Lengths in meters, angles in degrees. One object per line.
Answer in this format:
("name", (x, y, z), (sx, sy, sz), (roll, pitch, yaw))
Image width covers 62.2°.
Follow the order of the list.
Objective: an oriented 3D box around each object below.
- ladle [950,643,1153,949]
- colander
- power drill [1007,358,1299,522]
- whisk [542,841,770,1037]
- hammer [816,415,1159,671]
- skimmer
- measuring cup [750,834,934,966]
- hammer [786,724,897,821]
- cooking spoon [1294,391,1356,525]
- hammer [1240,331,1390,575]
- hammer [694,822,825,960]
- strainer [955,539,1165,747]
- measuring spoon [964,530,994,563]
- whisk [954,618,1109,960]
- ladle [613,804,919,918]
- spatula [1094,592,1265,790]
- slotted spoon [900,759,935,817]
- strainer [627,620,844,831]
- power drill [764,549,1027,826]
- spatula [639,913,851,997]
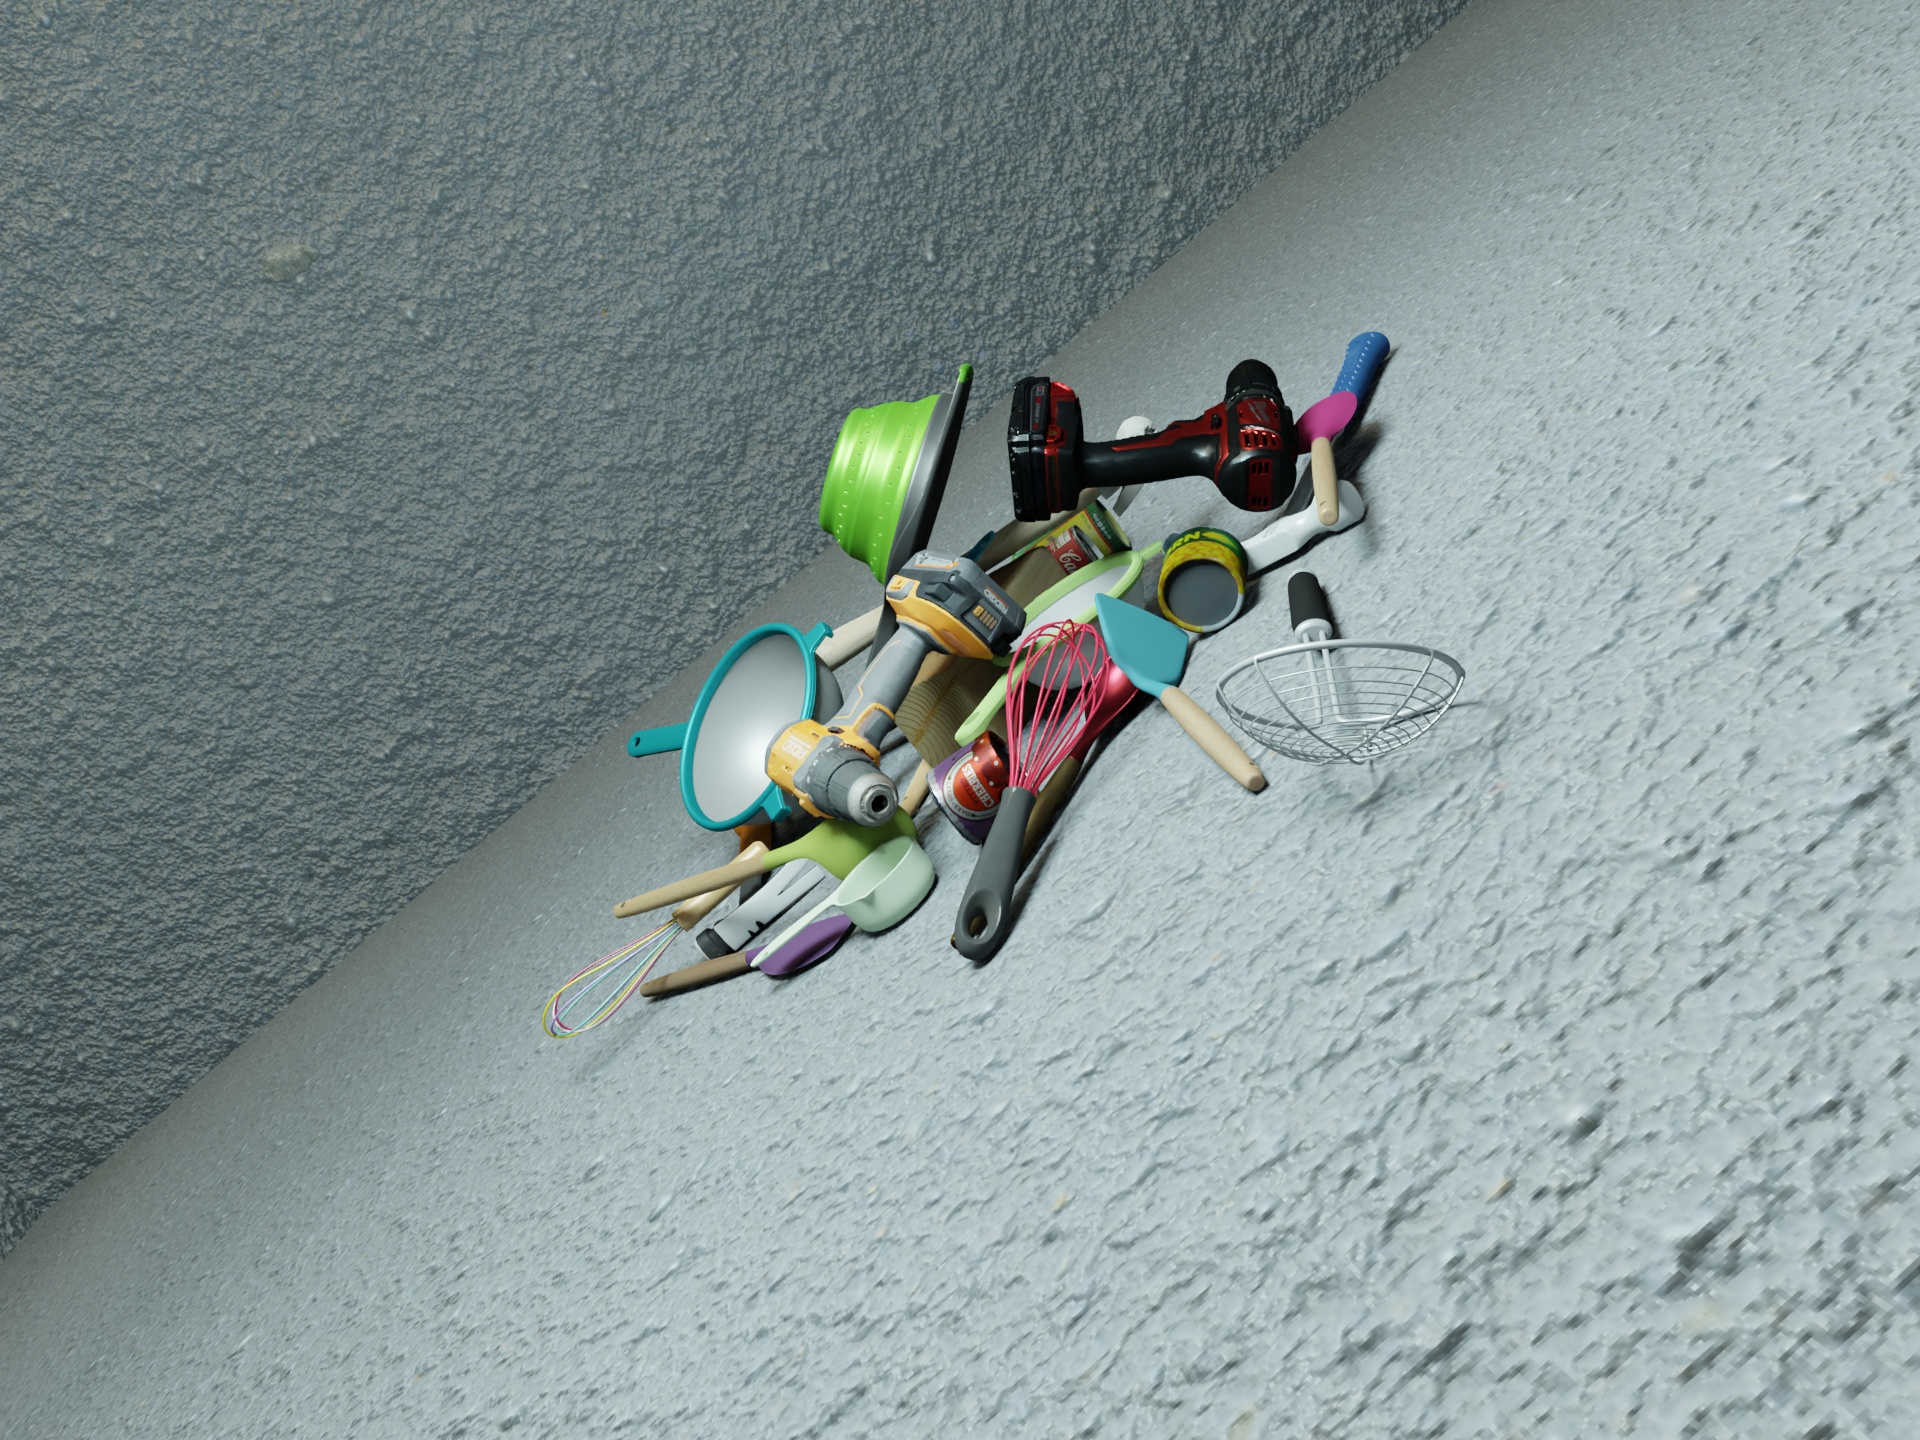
("ladle", (0.069, 0.047, 1.131), (0.069, 0.031, 0.315), (-27, 21, 47))
("colander", (-0.088, -0.129, 1.396), (0.204, 0.094, 0.397), (-74, 1, -77))
("power drill", (0.158, -0.235, 1.290), (0.226, 0.080, 0.188), (-1, 39, 8))
("whisk", (-0.264, 0.190, 1.387), (0.245, 0.047, 0.051), (-41, 12, -11))
("hammer", (0.006, -0.139, 1.472), (0.410, 0.038, 0.146), (-30, 19, 33))
("skimmer", (0.216, -0.061, 0.954), (0.127, 0.090, 0.363), (-3, 20, 10))
("measuring cup", (-0.088, 0.150, 1.198), (0.167, 0.038, 0.083), (-38, 14, 18))
("hammer", (-0.092, 0.010, 1.587), (0.331, 0.033, 0.128), (-34, 15, 44))
("cooking spoon", (0.280, -0.206, 1.231), (0.068, 0.017, 0.319), (-35, 15, 23))
("hammer", (0.311, -0.241, 1.372), (0.144, 0.035, 0.406), (-29, 18, 38))
("hammer", (-0.194, 0.130, 1.537), (0.127, 0.034, 0.337), (-40, 14, 3))
("strainer", (0.077, -0.040, 1.282), (0.151, 0.069, 0.256), (-21, 22, 45))
("measuring spoon", (-0.004, -0.111, 1.400), (0.128, 0.021, 0.042), (-53, 25, -3))
("whisk", (0.045, 0.037, 1.082), (0.073, 0.073, 0.296), (-26, 33, 43))
("ladle", (-0.170, 0.130, 1.322), (0.320, 0.062, 0.078), (-20, 43, 33))
("spatula", (0.152, -0.019, 1.071), (0.044, 0.082, 0.318), (-64, 15, 12))
("slotted spoon", (-0.002, -0.005, 1.474), (0.070, 0.031, 0.314), (-31, 19, 34))
("strainer", (-0.217, 0.024, 1.596), (0.340, 0.095, 0.211), (-8, 64, 50))
("power drill", (-0.048, -0.019, 1.231), (0.226, 0.084, 0.185), (-52, 26, -7))
("spatula", (-0.189, 0.204, 1.326), (0.316, 0.018, 0.060), (-23, 24, 48))
